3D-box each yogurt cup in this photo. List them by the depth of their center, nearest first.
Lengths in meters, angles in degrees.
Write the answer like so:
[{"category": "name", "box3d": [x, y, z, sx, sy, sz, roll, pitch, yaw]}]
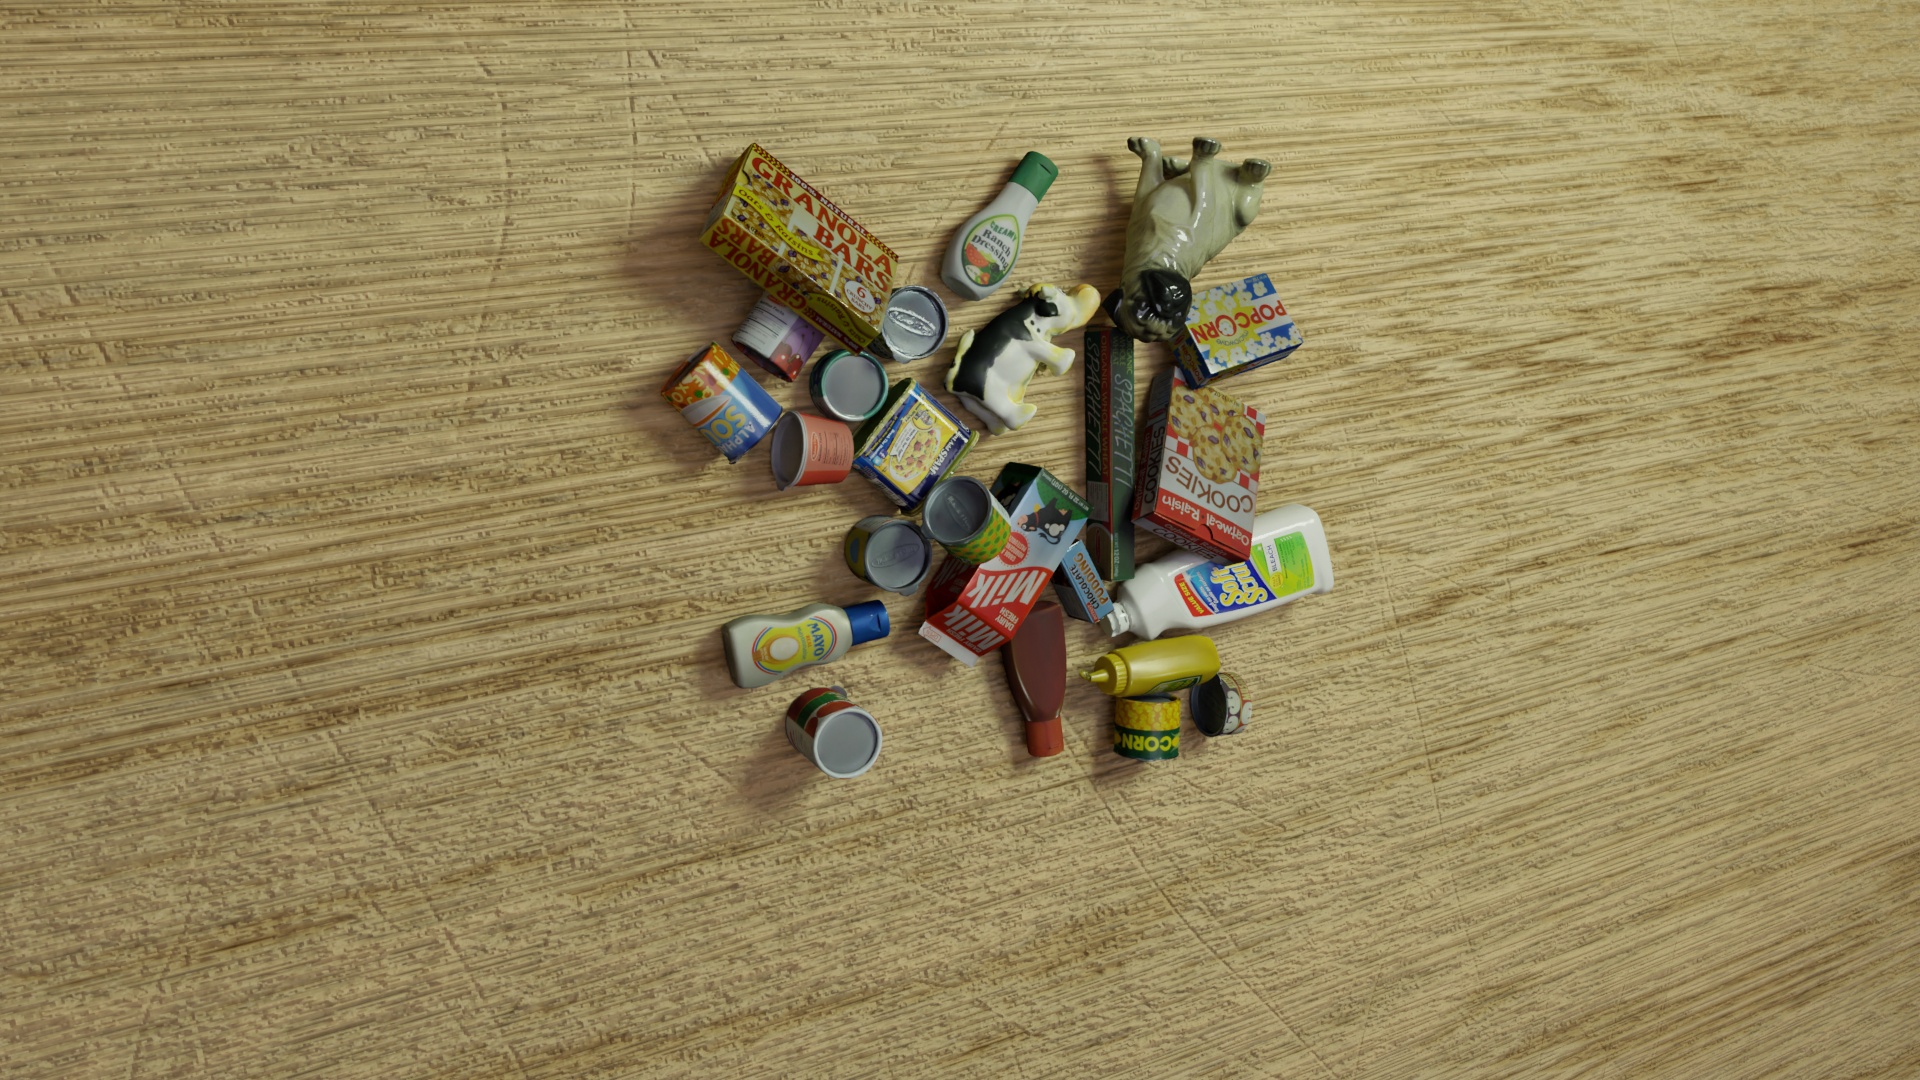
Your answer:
[{"category": "yogurt cup", "box3d": [-0.131, -0.080, 1.234, 0.054, 0.072, 0.072, 3, 95, -33]}]

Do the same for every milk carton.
[{"category": "milk carton", "box3d": [0.036, 0.024, 1.314, 0.072, 0.073, 0.191, 36, 81, -24]}]

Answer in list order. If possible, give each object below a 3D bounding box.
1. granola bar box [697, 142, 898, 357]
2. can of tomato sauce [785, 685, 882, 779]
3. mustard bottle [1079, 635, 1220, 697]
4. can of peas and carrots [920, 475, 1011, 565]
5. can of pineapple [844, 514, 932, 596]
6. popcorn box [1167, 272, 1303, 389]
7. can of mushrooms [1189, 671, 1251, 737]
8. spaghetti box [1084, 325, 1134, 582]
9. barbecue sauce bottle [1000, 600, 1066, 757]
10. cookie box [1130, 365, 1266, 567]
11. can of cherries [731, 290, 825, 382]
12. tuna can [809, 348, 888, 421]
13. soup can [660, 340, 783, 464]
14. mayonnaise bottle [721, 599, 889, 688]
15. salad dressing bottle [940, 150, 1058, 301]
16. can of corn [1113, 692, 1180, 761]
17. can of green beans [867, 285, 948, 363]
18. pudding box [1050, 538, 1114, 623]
[{"category": "granola bar box", "box3d": [-0.133, -0.250, 1.187, 0.165, 0.039, 0.125, 35, 37, -23]}, {"category": "can of tomato sauce", "box3d": [-0.114, 0.173, 1.257, 0.071, 0.083, 0.071, -3, 98, -23]}, {"category": "mustard bottle", "box3d": [0.183, 0.129, 1.386, 0.161, 0.065, 0.049, -5, 66, -31]}, {"category": "can of peas and carrots", "box3d": [0.004, -0.016, 1.252, 0.071, 0.071, 0.058, -58, 151, -8]}, {"category": "can of pineapple", "box3d": [-0.067, 0.013, 1.275, 0.071, 0.058, 0.071, -3, 97, -23]}, {"category": "popcorn box", "box3d": [0.270, -0.210, 1.390, 0.127, 0.038, 0.085, -20, 79, -26]}, {"category": "can of mushrooms", "box3d": [0.270, 0.167, 1.437, 0.033, 0.071, 0.071, -1, 97, -25]}, {"category": "spaghetti box", "box3d": [0.147, -0.085, 1.364, 0.029, 0.050, 0.249, -4, 97, -25]}, {"category": "barbecue sauce bottle", "box3d": [0.075, 0.137, 1.360, 0.065, 0.043, 0.148, -13, 101, -26]}, {"category": "cookie box", "box3d": [0.239, -0.073, 1.378, 0.123, 0.040, 0.168, 24, 62, -24]}, {"category": "can of cherries", "box3d": [-0.156, -0.178, 1.211, 0.071, 0.071, 0.058, 36, 81, -23]}, {"category": "tuna can", "box3d": [-0.100, -0.143, 1.257, 0.071, 0.033, 0.071, -3, 98, -24]}, {"category": "soup can", "box3d": [-0.206, -0.118, 1.192, 0.083, 0.071, 0.071, 45, 78, -21]}, {"category": "mayonnaise bottle", "box3d": [-0.138, 0.087, 1.260, 0.148, 0.041, 0.064, -14, 99, -22]}, {"category": "salad dressing bottle", "box3d": [0.038, -0.295, 1.296, 0.064, 0.044, 0.148, 36, 81, -22]}, {"category": "can of corn", "box3d": [0.188, 0.186, 1.401, 0.071, 0.071, 0.058, 0, 95, -24]}, {"category": "can of green beans", "box3d": [-0.052, -0.197, 1.258, 0.071, 0.058, 0.071, -3, 97, -24]}, {"category": "pudding box", "box3d": [0.112, 0.038, 1.362, 0.030, 0.049, 0.083, -34, 108, -19]}]
